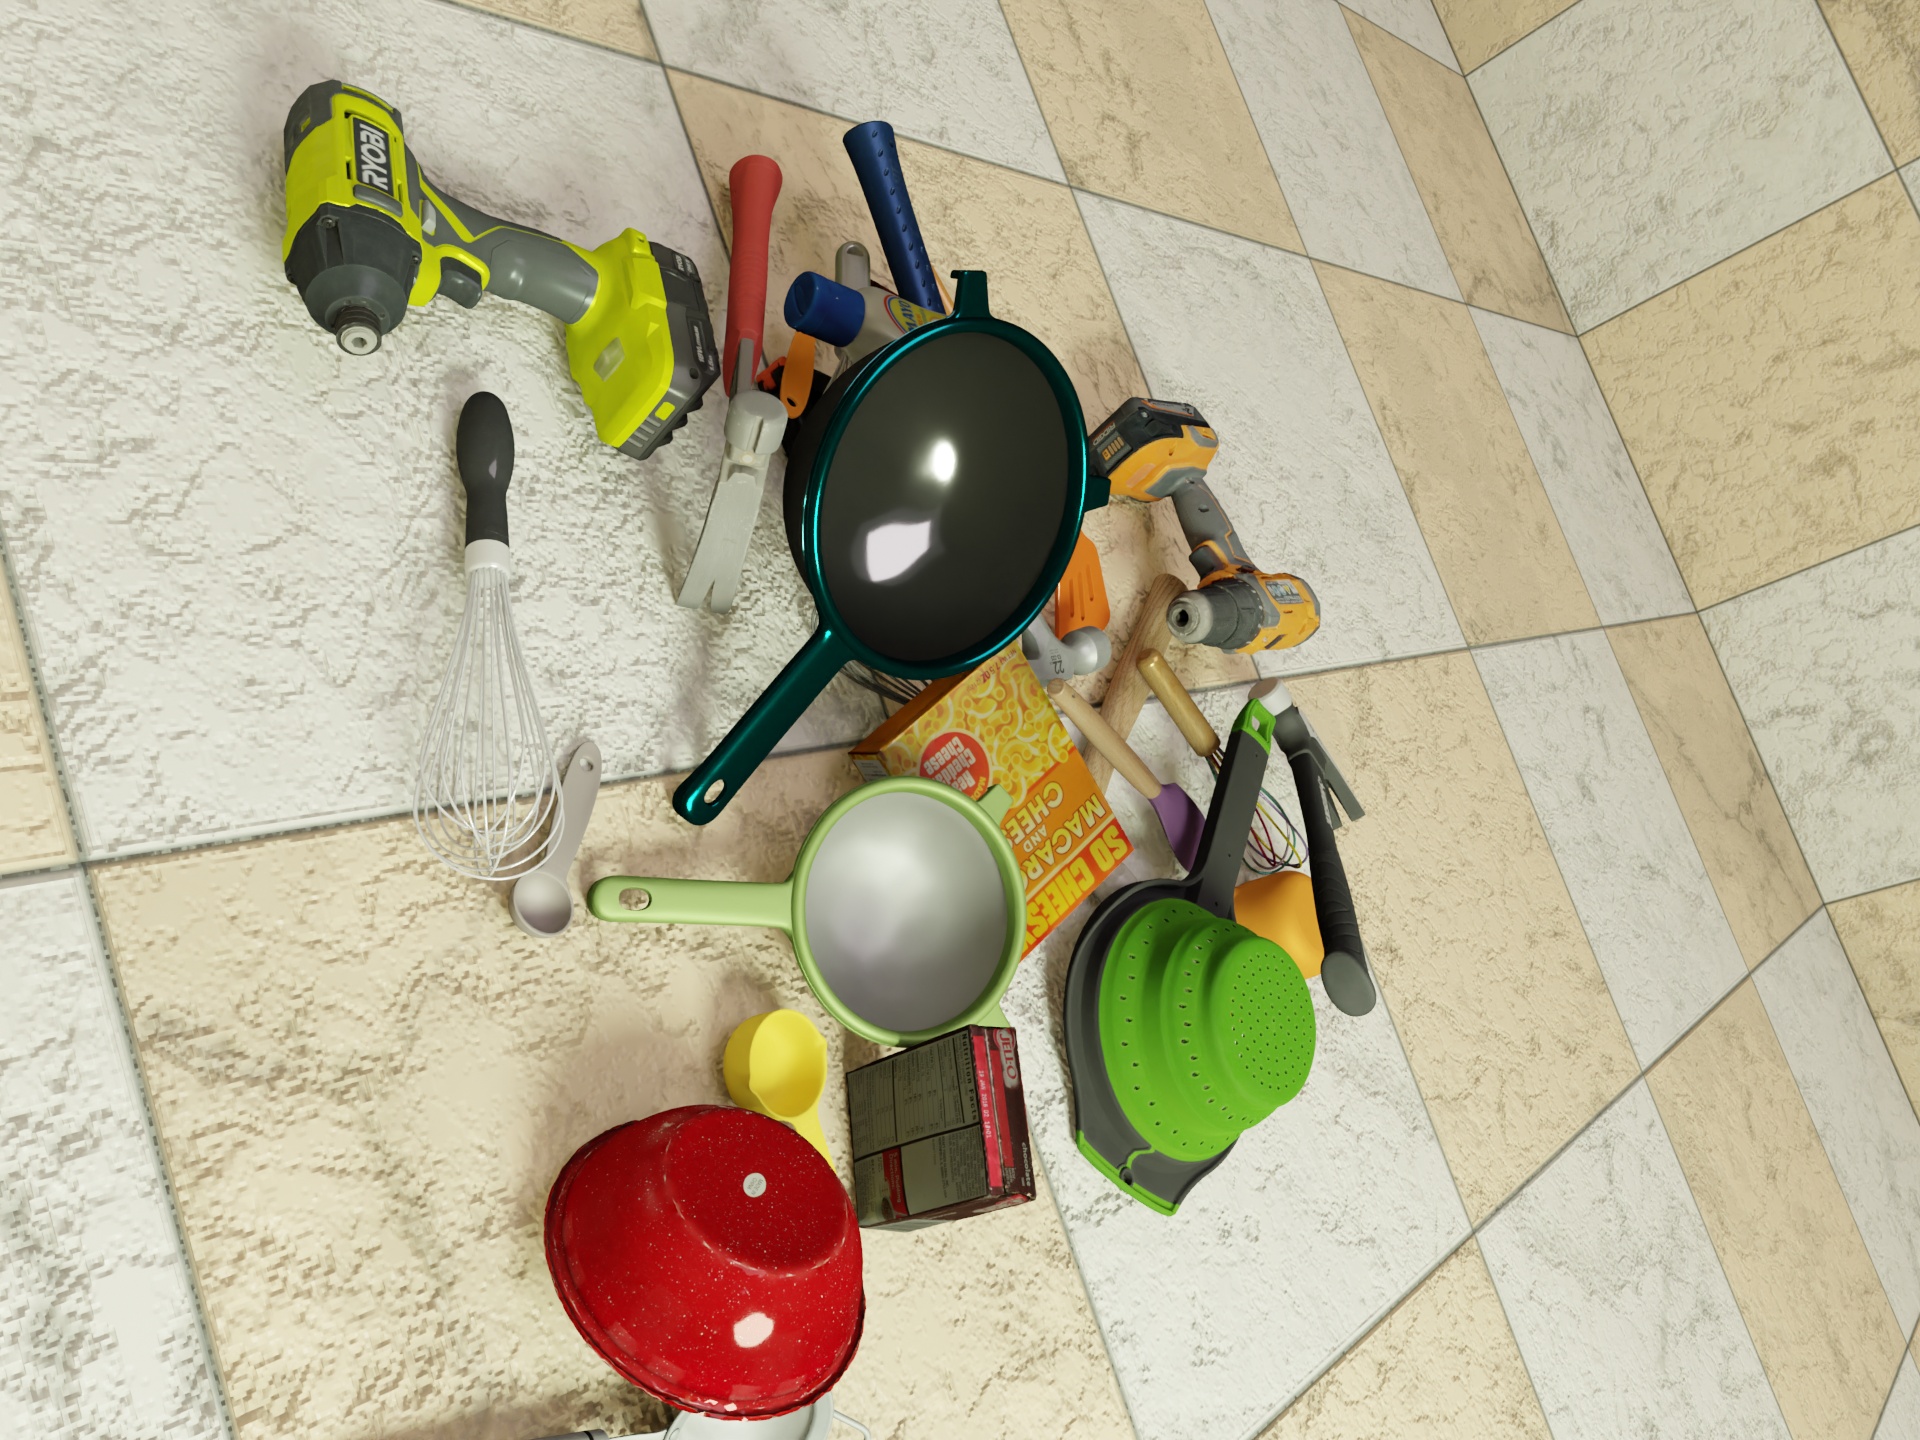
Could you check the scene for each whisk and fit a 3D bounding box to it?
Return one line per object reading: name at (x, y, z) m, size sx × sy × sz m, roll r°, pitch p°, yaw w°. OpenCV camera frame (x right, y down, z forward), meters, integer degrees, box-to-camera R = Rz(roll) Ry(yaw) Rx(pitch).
whisk at (-0.071, -0.240, 1.051) m, size 0.057 × 0.059 × 0.247 m, roll 7°, pitch 49°, yaw -12°
whisk at (-0.001, -0.004, 1.030) m, size 0.238 × 0.055 × 0.055 m, roll 40°, pitch 43°, yaw -22°
whisk at (0.201, 0.036, 1.242) m, size 0.244 × 0.051 × 0.047 m, roll 52°, pitch 15°, yaw -28°
whisk at (-0.235, -0.051, 0.797) m, size 0.070 × 0.070 × 0.285 m, roll 19°, pitch 51°, yaw -42°

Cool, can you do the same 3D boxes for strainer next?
strainer at (-0.087, 0.105, 0.882) m, size 0.256 × 0.069 × 0.151 m, roll 6°, pitch 78°, yaw -29°
strainer at (-0.153, 0.314, 0.690) m, size 0.258 × 0.050 × 0.087 m, roll 11°, pitch 105°, yaw -40°
strainer at (-0.068, -0.088, 0.924) m, size 0.340 × 0.095 × 0.210 m, roll -51°, pitch 135°, yaw -11°

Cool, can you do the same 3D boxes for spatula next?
spatula at (0.035, -0.199, 1.177) m, size 0.081 × 0.041 × 0.322 m, roll -40°, pitch 106°, yaw -45°
spatula at (0.125, 0.041, 1.113) m, size 0.315 × 0.018 × 0.060 m, roll 43°, pitch 47°, yaw -55°

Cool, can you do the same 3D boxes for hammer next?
hammer at (-0.003, -0.215, 1.097) m, size 0.144 × 0.035 × 0.405 m, roll -19°, pitch 90°, yaw -53°
hammer at (0.122, -0.014, 1.208) m, size 0.130 × 0.031 × 0.331 m, roll 50°, pitch 39°, yaw -18°
hammer at (0.279, 0.104, 1.211) m, size 0.146 × 0.035 × 0.335 m, roll 53°, pitch 22°, yaw -23°
hammer at (-0.137, -0.236, 0.993) m, size 0.036 × 0.149 × 0.359 m, roll 11°, pitch 46°, yaw -16°

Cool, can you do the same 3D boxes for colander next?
colander at (0.195, 0.138, 1.101) m, size 0.204 × 0.094 × 0.397 m, roll 42°, pitch 52°, yaw -28°

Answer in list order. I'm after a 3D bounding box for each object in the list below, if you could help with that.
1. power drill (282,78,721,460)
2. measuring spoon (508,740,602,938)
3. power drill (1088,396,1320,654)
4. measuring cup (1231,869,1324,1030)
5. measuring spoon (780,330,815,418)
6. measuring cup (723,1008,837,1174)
power drill at (-0.246, -0.229, 0.851) m, size 0.223 × 0.080 × 0.171 m, roll 17°, pitch 45°, yaw -41°
measuring spoon at (-0.203, 0.059, 0.804) m, size 0.034 × 0.018 × 0.124 m, roll 38°, pitch 37°, yaw -29°
power drill at (0.184, -0.151, 1.289) m, size 0.185 × 0.084 × 0.226 m, roll -9°, pitch 64°, yaw -51°
measuring cup at (0.243, 0.182, 1.217) m, size 0.095 × 0.052 × 0.174 m, roll 54°, pitch 37°, yaw -13°
measuring spoon at (-0.106, -0.235, 1.038) m, size 0.021 × 0.011 × 0.117 m, roll 29°, pitch 44°, yaw -27°
measuring cup at (-0.086, 0.228, 0.838) m, size 0.062 × 0.029 × 0.156 m, roll -22°, pitch 98°, yaw -53°
